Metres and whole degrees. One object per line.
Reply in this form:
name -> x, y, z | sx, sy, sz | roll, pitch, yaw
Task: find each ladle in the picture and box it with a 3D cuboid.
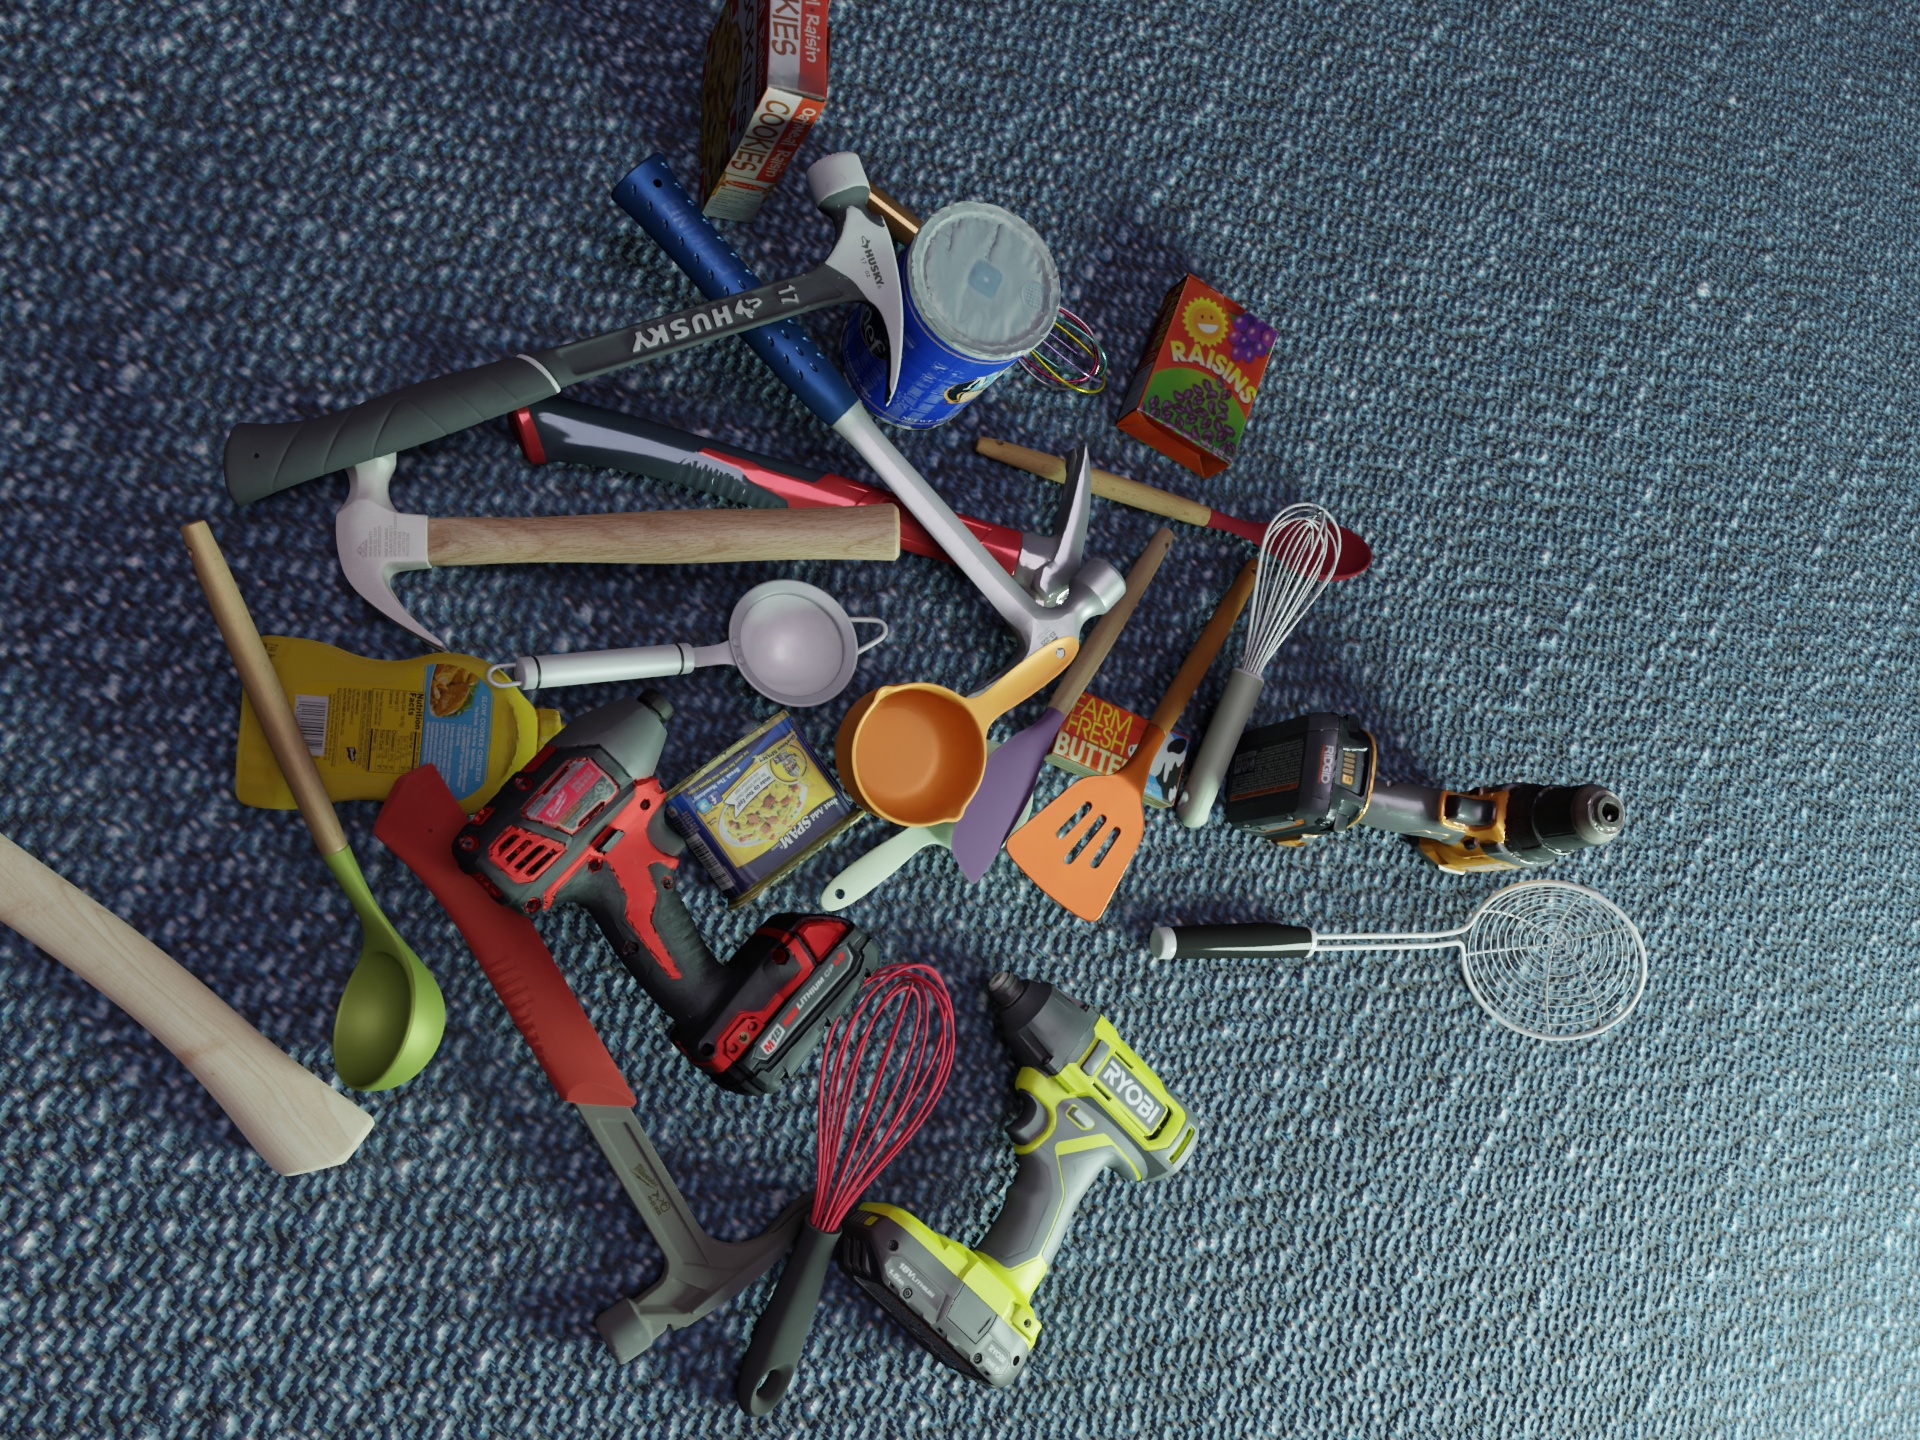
ladle -> 0.157, -0.155, 1.158 | 0.315, 0.031, 0.069 | 15, 41, -17
ladle -> -0.354, 0.050, 0.847 | 0.062, 0.078, 0.320 | -34, 112, -46

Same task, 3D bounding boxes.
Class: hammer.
hammer -> -0.479, 0.094, 0.845 | 0.410, 0.038, 0.146 | 42, 67, -11
hammer -> -0.201, -0.108, 0.957 | 0.331, 0.031, 0.130 | -2, 83, -7
hammer -> -0.226, -0.204, 0.933 | 0.409, 0.036, 0.149 | -20, 90, -9
hammer -> -0.070, -0.184, 1.012 | 0.144, 0.035, 0.405 | -46, 102, -16
hammer -> -0.217, 0.182, 0.912 | 0.149, 0.037, 0.359 | -32, 103, -24
hammer -> -0.097, -0.163, 1.041 | 0.386, 0.038, 0.143 | 15, 84, -19

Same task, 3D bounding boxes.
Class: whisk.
whisk -> -0.073, 0.276, 0.926 | 0.073, 0.073, 0.296 | 18, 99, -19
whisk -> 0.207, -0.039, 1.126 | 0.059, 0.058, 0.246 | 22, 90, -13
whisk -> 0.006, -0.310, 1.117 | 0.245, 0.051, 0.047 | 36, 75, -10

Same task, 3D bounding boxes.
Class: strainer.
strainer -> -0.165, -0.039, 0.977 | 0.258, 0.050, 0.087 | -7, 75, -35

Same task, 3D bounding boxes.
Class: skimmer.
skimmer -> 0.314, 0.171, 1.133 | 0.363, 0.090, 0.127 | 3, 111, -20

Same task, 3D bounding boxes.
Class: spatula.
spatula -> 0.074, -0.024, 1.072 | 0.316, 0.018, 0.059 | -56, 137, -31
spatula -> 0.140, -0.005, 1.103 | 0.081, 0.041, 0.323 | 41, 55, -8

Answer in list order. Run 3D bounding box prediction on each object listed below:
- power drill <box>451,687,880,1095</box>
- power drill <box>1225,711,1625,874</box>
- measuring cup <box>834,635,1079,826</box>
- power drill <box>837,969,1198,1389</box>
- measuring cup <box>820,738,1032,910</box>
power drill -> -0.157, 0.094, 0.889 | 0.219, 0.078, 0.143 | 46, 67, -15
power drill -> 0.324, 0.057, 1.109 | 0.226, 0.185, 0.084 | 14, 77, -17
measuring cup -> -0.002, -0.003, 0.994 | 0.173, 0.052, 0.095 | -36, 104, -20
power drill -> 0.032, 0.284, 1.006 | 0.171, 0.080, 0.223 | 46, 63, -10
measuring cup -> -0.021, 0.073, 1.037 | 0.167, 0.038, 0.083 | -36, 95, -26
